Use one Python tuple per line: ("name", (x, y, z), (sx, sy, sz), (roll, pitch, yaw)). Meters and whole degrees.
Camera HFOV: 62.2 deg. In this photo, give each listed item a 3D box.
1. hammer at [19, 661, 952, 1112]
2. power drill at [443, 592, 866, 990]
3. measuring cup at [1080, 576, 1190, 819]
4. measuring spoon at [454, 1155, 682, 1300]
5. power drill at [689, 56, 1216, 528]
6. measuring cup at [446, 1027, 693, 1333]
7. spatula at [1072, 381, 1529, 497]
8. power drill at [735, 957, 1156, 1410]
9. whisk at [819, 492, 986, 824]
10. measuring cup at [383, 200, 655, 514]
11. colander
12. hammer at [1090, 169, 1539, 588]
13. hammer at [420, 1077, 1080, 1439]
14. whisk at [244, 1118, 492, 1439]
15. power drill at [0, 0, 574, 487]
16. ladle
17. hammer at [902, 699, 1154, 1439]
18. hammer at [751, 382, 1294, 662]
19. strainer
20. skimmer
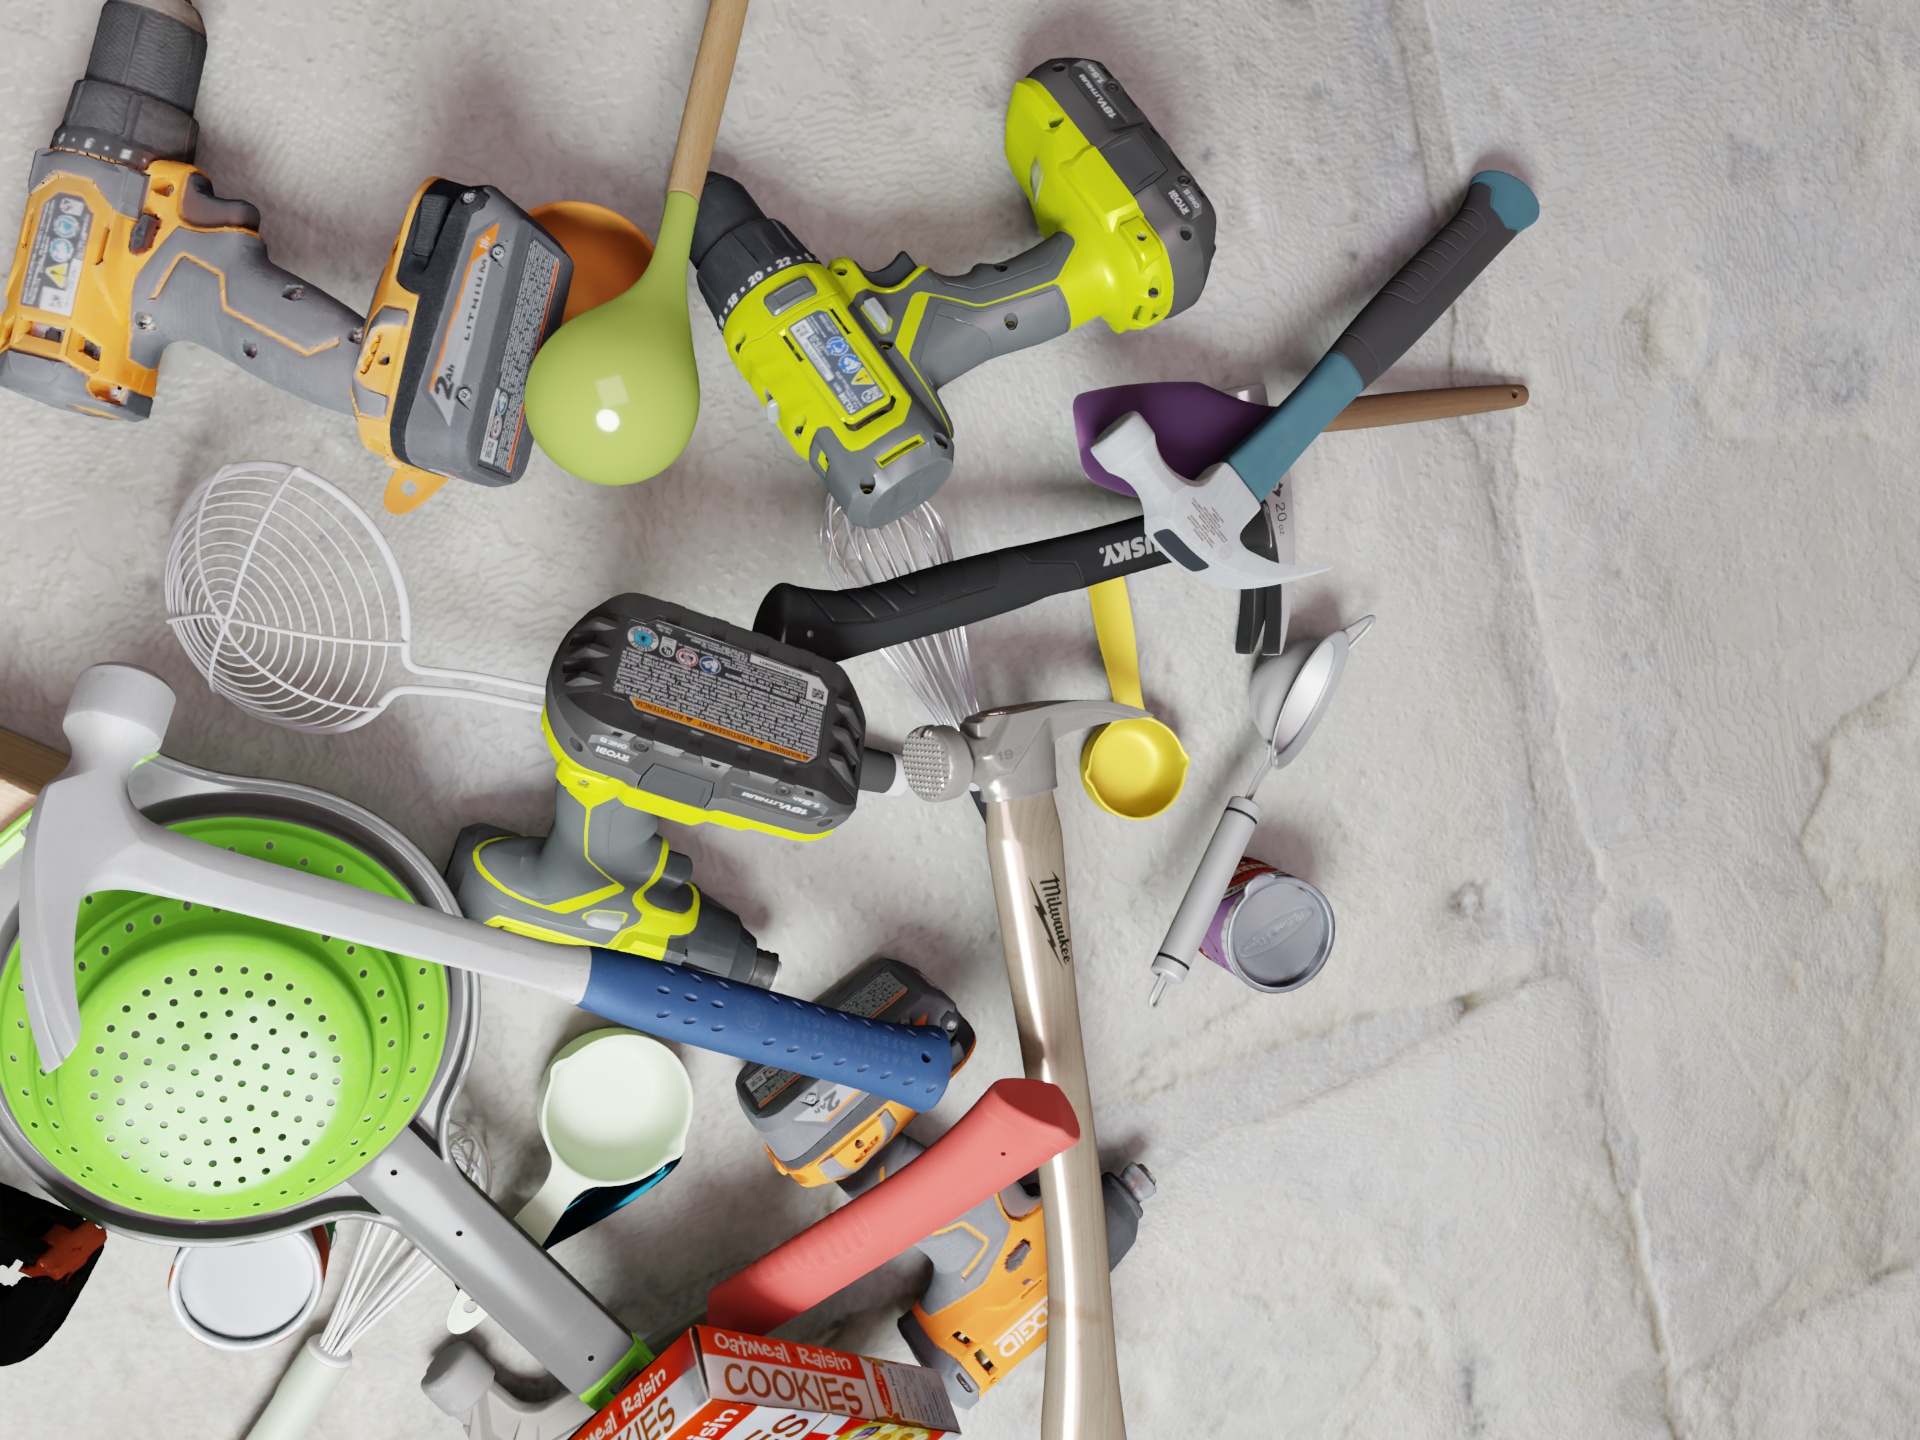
("hammer", (-0.168, 0.109, 0.659), (0.405, 0.035, 0.144), (24, 52, -34))
("power drill", (-0.136, 0.054, 0.732), (0.171, 0.223, 0.080), (19, 47, -17))
("measuring cup", (0.085, -0.022, 0.879), (0.062, 0.029, 0.156), (-9, 89, -15))
("measuring spoon", (-0.205, 0.255, 0.829), (0.128, 0.021, 0.042), (-28, 121, -21))
("power drill", (-0.011, -0.224, 0.774), (0.228, 0.080, 0.191), (-32, 80, -12))
("measuring cup", (-0.204, 0.230, 0.802), (0.083, 0.038, 0.167), (41, 78, -20))
("spatula", (0.194, -0.162, 0.859), (0.316, 0.018, 0.060), (-12, 93, -28))
("power drill", (0.002, 0.241, 0.858), (0.164, 0.084, 0.226), (-37, 110, -12))
("whisk", (-0.002, -0.002, 0.836), (0.070, 0.070, 0.284), (-28, 109, -12))
("measuring cup", (-0.210, -0.164, 0.750), (0.095, 0.052, 0.173), (42, 86, -18))
("colander", (-0.251, 0.191, 0.674), (0.204, 0.094, 0.396), (-42, 109, -11))
("hammer", (0.209, -0.192, 0.840), (0.331, 0.033, 0.128), (-46, 104, -23))
("hammer", (-0.089, 0.290, 0.790), (0.359, 0.037, 0.149), (-35, 108, 13))
("whisk", (-0.309, 0.306, 0.790), (0.059, 0.057, 0.246), (33, 90, 16))
("power drill", (-0.287, -0.205, 0.679), (0.226, 0.084, 0.185), (14, 91, 5))
("ladle", (-0.130, -0.256, 0.728), (0.078, 0.062, 0.320), (28, 64, -44))
("hammer", (0.058, 0.194, 0.822), (0.146, 0.038, 0.410), (-12, 98, -39))
("hammer", (0.044, -0.071, 0.800), (0.334, 0.035, 0.146), (-19, 103, -32))
("strainer", (0.156, 0.042, 0.872), (0.050, 0.086, 0.258), (20, 70, 23))
("skimmer", (-0.193, -0.026, 0.780), (0.363, 0.090, 0.127), (14, 120, -29))
